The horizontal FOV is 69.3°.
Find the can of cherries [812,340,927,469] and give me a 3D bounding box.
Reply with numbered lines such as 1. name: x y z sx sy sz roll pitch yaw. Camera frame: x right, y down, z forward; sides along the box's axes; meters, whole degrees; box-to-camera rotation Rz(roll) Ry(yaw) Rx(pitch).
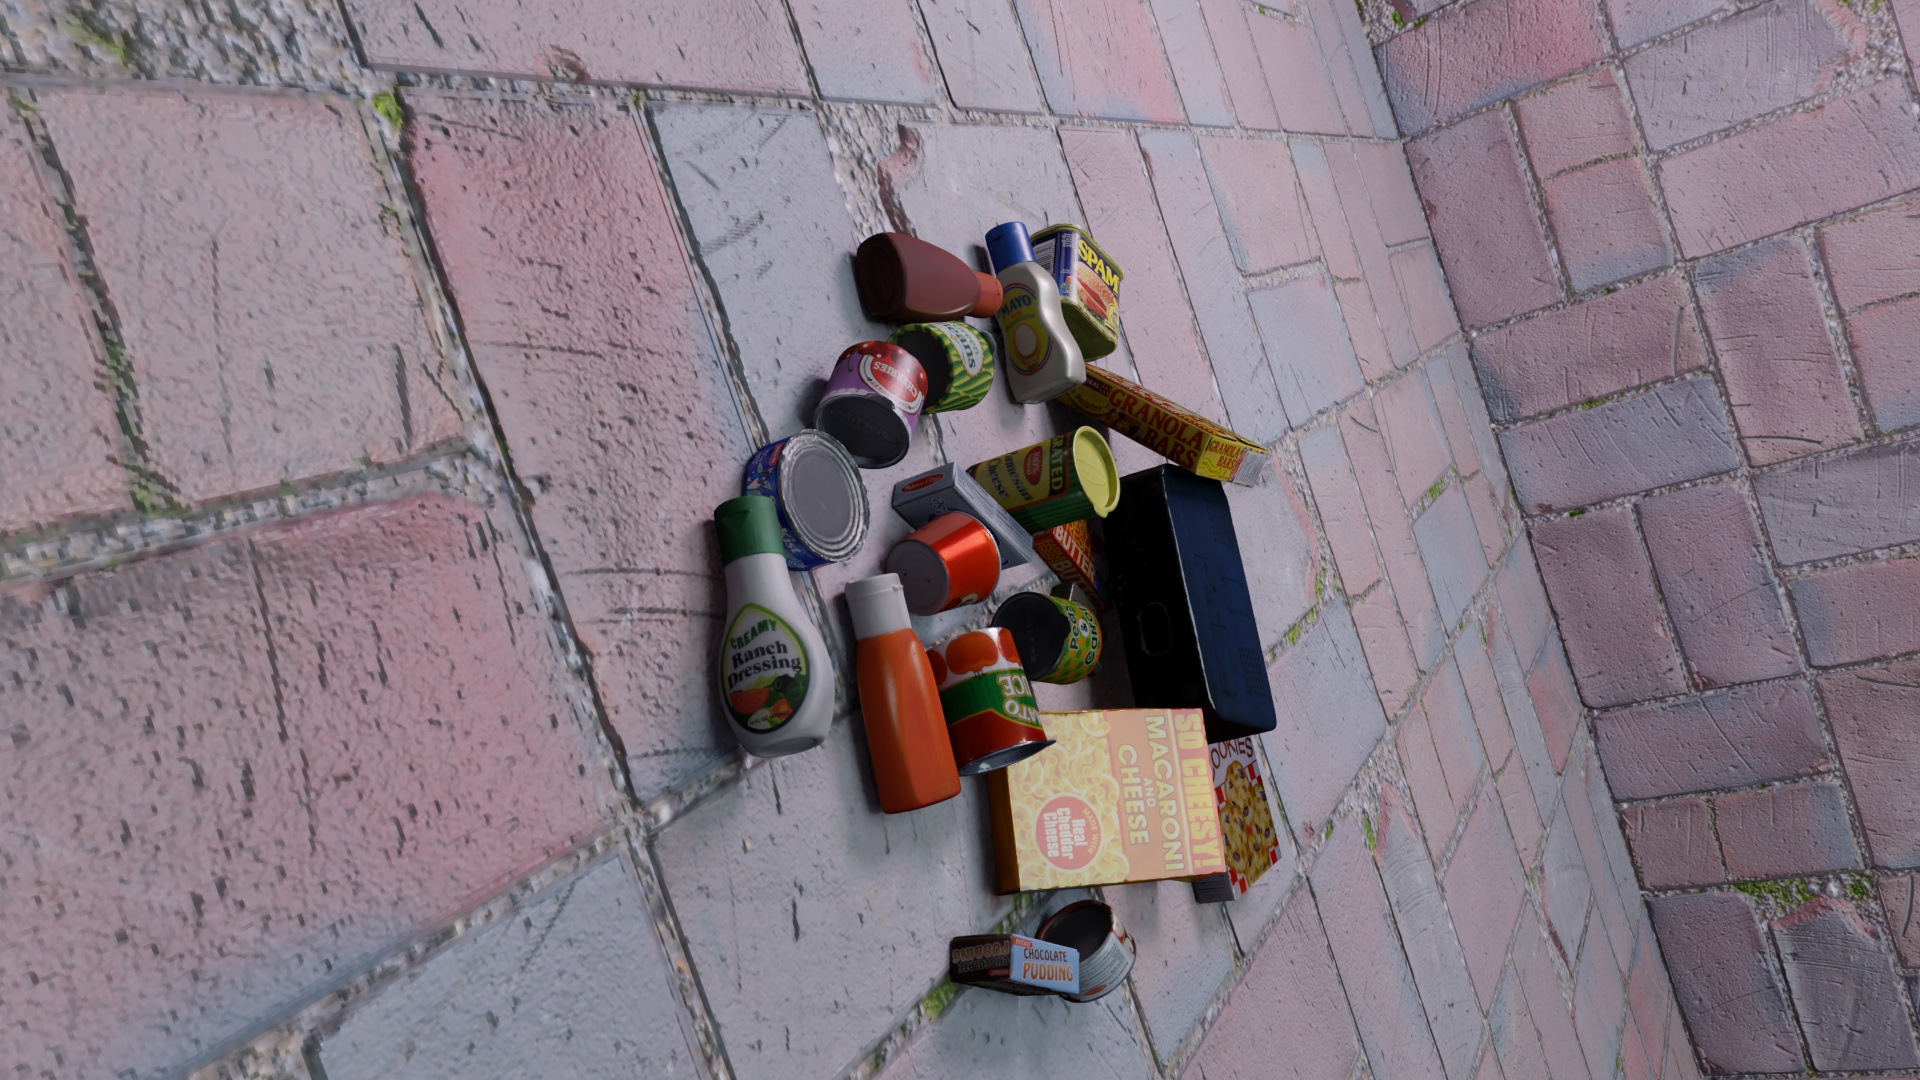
1. can of cherries: -0.058 -0.092 0.926 0.071 0.071 0.059 50 38 -32

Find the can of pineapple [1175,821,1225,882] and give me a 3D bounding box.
1. can of pineapple: 0.175 0.243 1.128 0.058 0.071 0.071 24 56 -51

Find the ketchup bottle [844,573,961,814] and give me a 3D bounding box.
1. ketchup bottle: -0.040 0.096 0.891 0.065 0.043 0.149 -2 77 -63

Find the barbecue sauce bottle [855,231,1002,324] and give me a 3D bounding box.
1. barbecue sauce bottle: -0.019 -0.194 1.059 0.149 0.043 0.065 -4 80 -58

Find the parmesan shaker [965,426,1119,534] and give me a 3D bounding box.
1. parmesan shaker: 0.060 -0.038 1.050 0.071 0.103 0.071 31 50 -47

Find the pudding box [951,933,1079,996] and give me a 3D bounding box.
1. pudding box: 0.037 0.281 0.918 0.083 0.049 0.030 31 52 -47

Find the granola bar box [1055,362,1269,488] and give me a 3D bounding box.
1. granola bar box: 0.172 -0.104 1.211 0.124 0.166 0.039 7 112 -56

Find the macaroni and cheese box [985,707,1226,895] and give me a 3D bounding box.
1. macaroni and cheese box: 0.102 0.185 0.999 0.167 0.040 0.124 2 72 -24

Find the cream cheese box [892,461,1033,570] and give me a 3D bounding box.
1. cream cheese box: 0.004 -0.013 0.999 0.103 0.053 0.024 43 41 -39

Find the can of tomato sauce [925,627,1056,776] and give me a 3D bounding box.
1. can of tomato sauce: 0.017 0.108 0.935 0.071 0.071 0.083 10 56 -55

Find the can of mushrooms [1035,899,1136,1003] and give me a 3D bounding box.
1. can of mushrooms: 0.086 0.287 0.977 0.033 0.071 0.071 57 35 -23

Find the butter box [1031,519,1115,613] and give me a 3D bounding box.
1. butter box: 0.097 0.011 1.159 0.103 0.024 0.053 48 39 -34

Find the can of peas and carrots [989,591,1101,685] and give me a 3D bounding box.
1. can of peas and carrots: 0.066 0.073 1.038 0.059 0.071 0.071 15 63 -54

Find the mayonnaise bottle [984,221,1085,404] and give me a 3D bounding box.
1. mayonnaise bottle: 0.056 -0.192 1.160 0.041 0.064 0.148 -3 74 -54

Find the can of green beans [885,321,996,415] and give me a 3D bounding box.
1. can of green beans: -0.018 -0.125 1.008 0.058 0.071 0.071 -16 90 -58

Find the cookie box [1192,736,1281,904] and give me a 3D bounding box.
1. cookie box: 0.231 0.225 1.251 0.123 0.040 0.167 -11 86 -57

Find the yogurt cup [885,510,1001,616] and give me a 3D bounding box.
1. yogurt cup: -0.014 0.018 0.950 0.054 0.072 0.072 -23 95 -50

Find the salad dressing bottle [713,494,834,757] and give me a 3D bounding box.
1. salad dressing bottle: -0.112 0.047 0.793 0.044 0.064 0.148 44 30 -66
